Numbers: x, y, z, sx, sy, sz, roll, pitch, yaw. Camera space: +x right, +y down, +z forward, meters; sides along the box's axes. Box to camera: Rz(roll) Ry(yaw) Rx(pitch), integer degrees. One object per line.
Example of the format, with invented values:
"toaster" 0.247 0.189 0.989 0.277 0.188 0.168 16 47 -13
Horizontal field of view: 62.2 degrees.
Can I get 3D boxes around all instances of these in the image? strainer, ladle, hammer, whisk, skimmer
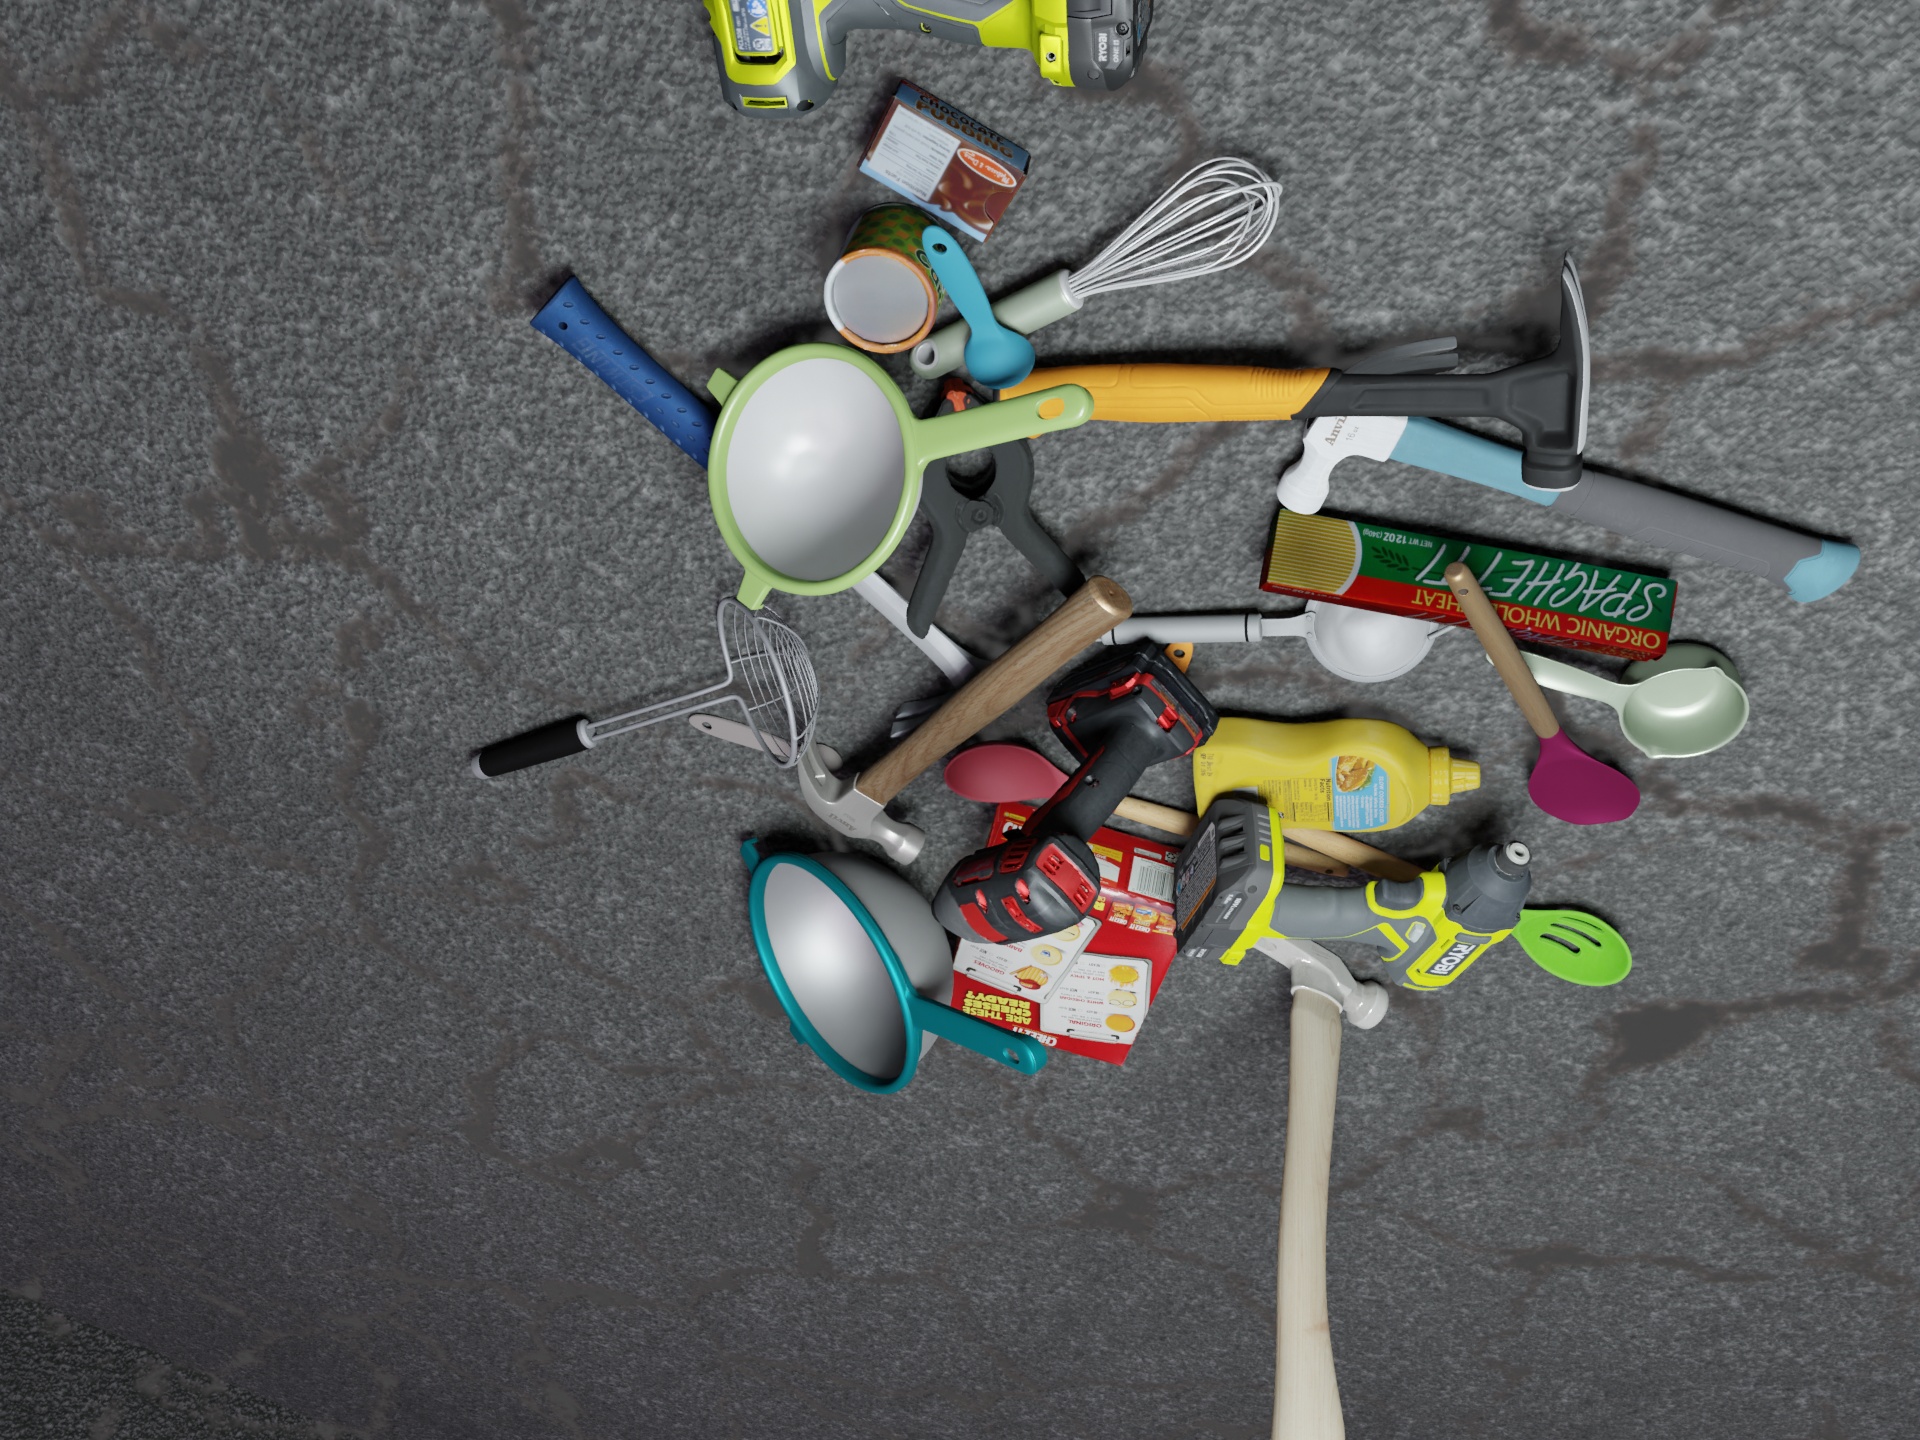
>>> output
"strainer" 0.202 -0.060 1.050 0.258 0.050 0.086 0 116 19
"strainer" -0.031 0.194 1.230 0.340 0.095 0.211 12 121 48
"ladle" 0.142 0.070 1.192 0.315 0.031 0.069 16 139 -4
"hammer" -0.002 -0.004 1.098 0.130 0.031 0.331 32 136 -19
"hammer" -0.117 -0.134 1.061 0.144 0.035 0.405 -32 118 35
"hammer" 0.239 0.323 1.134 0.146 0.411 0.038 30 132 -13
"whisk" 0.070 -0.250 0.906 0.246 0.059 0.058 -18 89 32
"strainer" -0.030 -0.160 0.953 0.256 0.069 0.151 -9 89 27
"hammer" 0.177 -0.192 0.904 0.337 0.034 0.127 4 128 22
"hammer" 0.366 -0.135 0.943 0.331 0.033 0.128 17 135 -2
"skimmer" -0.251 0.002 1.182 0.363 0.090 0.127 -15 97 29

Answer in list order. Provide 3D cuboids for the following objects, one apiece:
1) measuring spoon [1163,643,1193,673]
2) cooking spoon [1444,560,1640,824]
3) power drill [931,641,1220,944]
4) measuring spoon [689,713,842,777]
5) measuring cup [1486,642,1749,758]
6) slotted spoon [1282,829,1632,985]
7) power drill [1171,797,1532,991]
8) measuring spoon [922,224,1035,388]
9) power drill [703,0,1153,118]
"measuring spoon" 0.139 -0.016 1.123 0.021 0.011 0.116 18 134 -3
"cooking spoon" 0.370 -0.008 1.022 0.069 0.017 0.318 -11 144 33
"power drill" 0.067 0.057 1.049 0.078 0.220 0.143 46 146 -14
"measuring spoon" -0.152 0.022 1.225 0.124 0.018 0.034 18 134 -2
"measuring cup" 0.420 -0.029 1.026 0.167 0.038 0.083 17 134 2
"slotted spoon" 0.355 0.123 1.188 0.313 0.031 0.070 23 135 -5
"power drill" 0.274 0.122 1.117 0.223 0.080 0.171 8 145 -8
"measuring spoon" 0.006 -0.226 0.893 0.042 0.021 0.128 -5 151 22
"power drill" -0.024 -0.394 0.772 0.228 0.080 0.190 6 133 12
